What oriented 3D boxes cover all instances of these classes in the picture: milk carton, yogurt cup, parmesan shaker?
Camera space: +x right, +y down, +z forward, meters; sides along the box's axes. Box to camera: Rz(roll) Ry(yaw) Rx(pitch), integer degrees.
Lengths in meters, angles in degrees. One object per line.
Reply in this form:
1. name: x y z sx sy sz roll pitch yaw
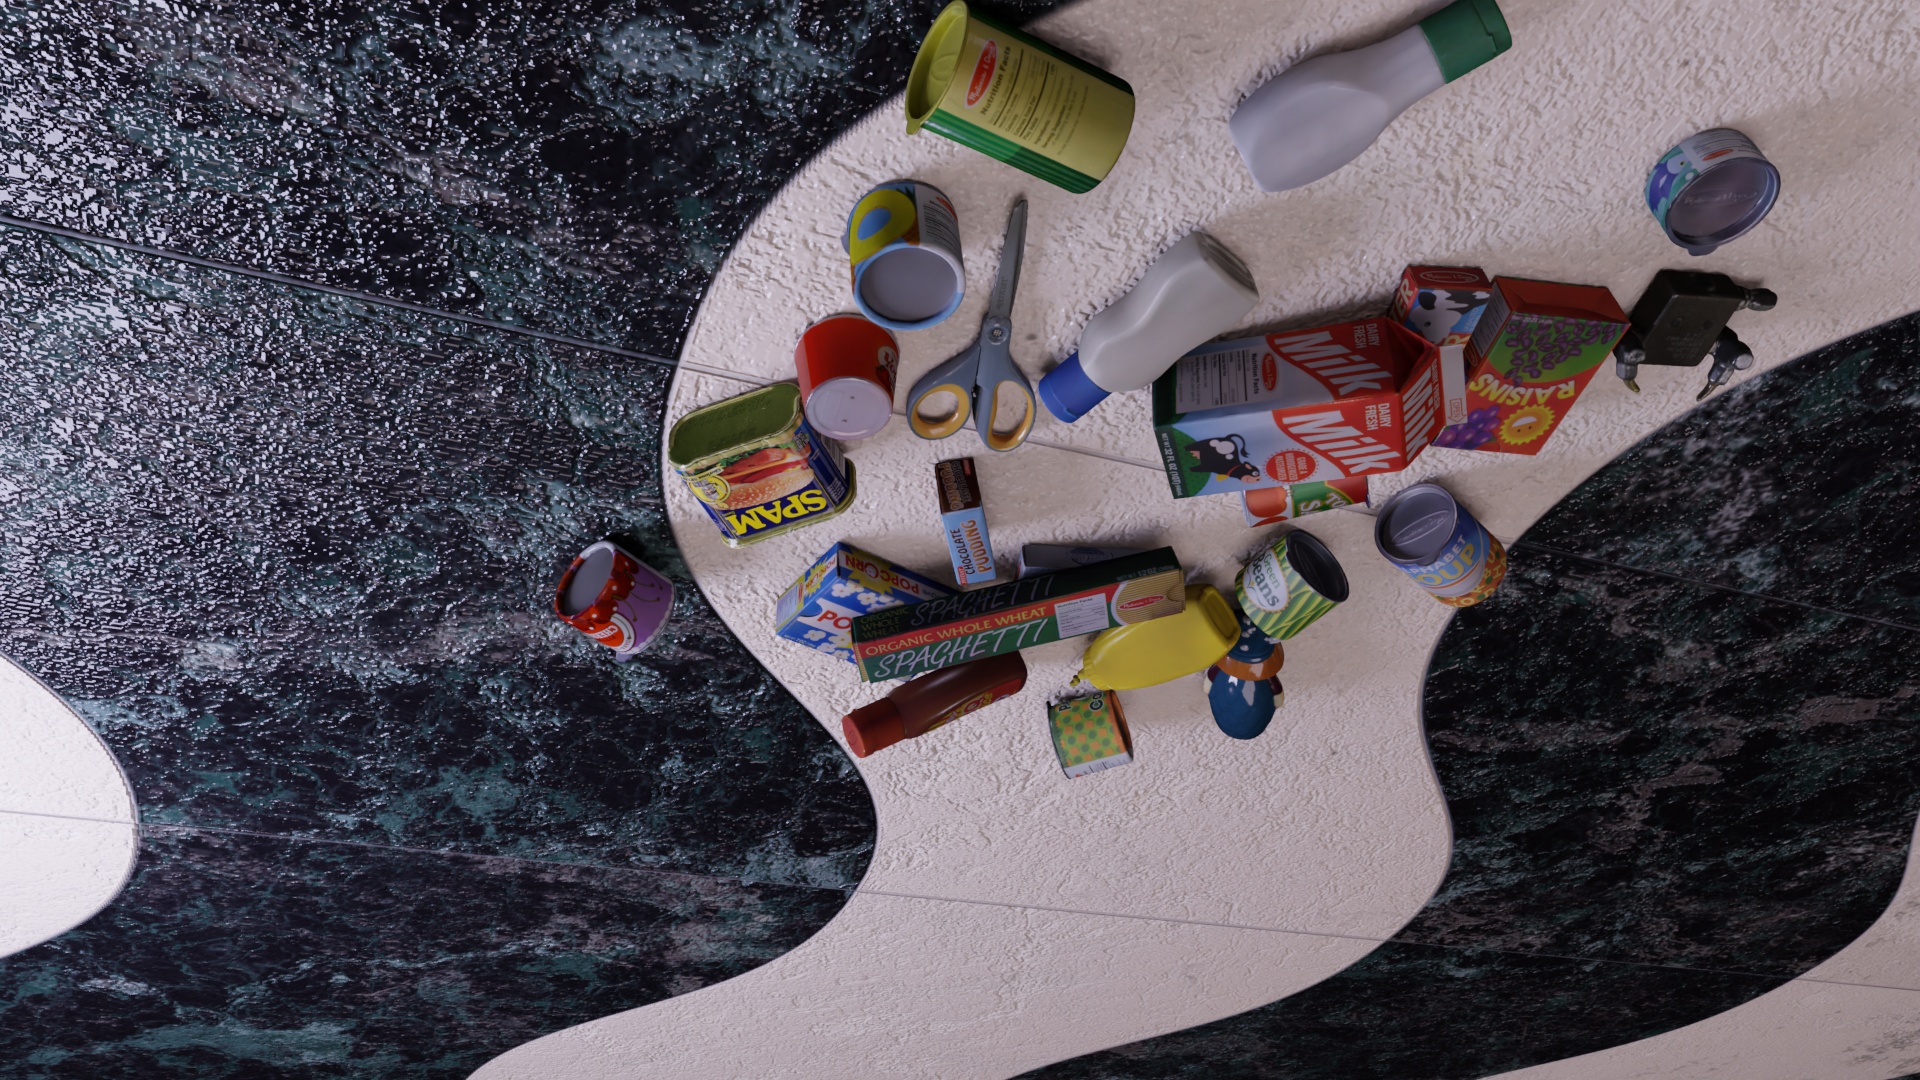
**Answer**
1. milk carton: 0.224 -0.086 0.892 0.190 0.074 0.072 -7 139 16
2. yogurt cup: -0.071 -0.100 0.874 0.072 0.054 0.072 -3 138 -3
3. parmesan shaker: 0.030 -0.228 0.729 0.103 0.071 0.071 17 134 -26

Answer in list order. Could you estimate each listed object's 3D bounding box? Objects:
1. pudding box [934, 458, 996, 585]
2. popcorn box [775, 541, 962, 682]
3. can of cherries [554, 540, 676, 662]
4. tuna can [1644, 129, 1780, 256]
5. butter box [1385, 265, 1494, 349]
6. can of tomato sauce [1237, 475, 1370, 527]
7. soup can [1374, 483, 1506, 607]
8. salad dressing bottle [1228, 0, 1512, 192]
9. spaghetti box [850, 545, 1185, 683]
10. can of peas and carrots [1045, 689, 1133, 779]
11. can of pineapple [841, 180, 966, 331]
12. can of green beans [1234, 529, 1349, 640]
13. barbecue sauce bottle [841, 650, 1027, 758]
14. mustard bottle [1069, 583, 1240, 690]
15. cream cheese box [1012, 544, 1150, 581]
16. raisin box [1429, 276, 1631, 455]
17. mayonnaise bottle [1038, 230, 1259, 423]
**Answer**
1. pudding box: 0.004 -0.012 0.989 0.030 0.050 0.083 -10 139 2
2. popcorn box: -0.067 0.057 1.068 0.126 0.038 0.085 24 132 -31
3. can of cherries: -0.250 0.044 1.002 0.071 0.072 0.058 -29 134 23
4. tuna can: 0.451 -0.209 0.836 0.071 0.033 0.070 -4 139 -3
5. butter box: 0.303 -0.132 0.911 0.053 0.024 0.103 1 139 -8
6. can of tomato sauce: 0.234 -0.047 0.965 0.083 0.071 0.071 -13 139 8
7. soup can: 0.362 0.007 1.044 0.071 0.072 0.083 -34 132 28
8. salad dressing bottle: 0.222 -0.245 0.756 0.147 0.044 0.064 -26 134 19
9. spaghetti box: 0.043 0.056 1.037 0.250 0.029 0.050 -13 135 0
10. can of peas and carrots: 0.112 0.165 1.198 0.058 0.071 0.070 -17 138 11
11. can of pineapple: -0.033 -0.163 0.803 0.071 0.058 0.070 -4 139 -3
12. can of green beans: 0.253 0.035 1.065 0.071 0.071 0.057 23 132 -30
13. barbecue sauce bottle: -0.021 0.127 1.104 0.149 0.044 0.064 -21 164 -25
14. mustard bottle: 0.146 0.086 1.116 0.159 0.049 0.065 -28 96 39
15. cream cheese box: 0.093 0.030 1.069 0.104 0.024 0.053 2 139 -11
16. raisin box: 0.374 -0.114 0.931 0.086 0.040 0.122 3 139 -13
17. mayonnaise bottle: 0.113 -0.129 0.877 0.064 0.041 0.147 27 130 -36
